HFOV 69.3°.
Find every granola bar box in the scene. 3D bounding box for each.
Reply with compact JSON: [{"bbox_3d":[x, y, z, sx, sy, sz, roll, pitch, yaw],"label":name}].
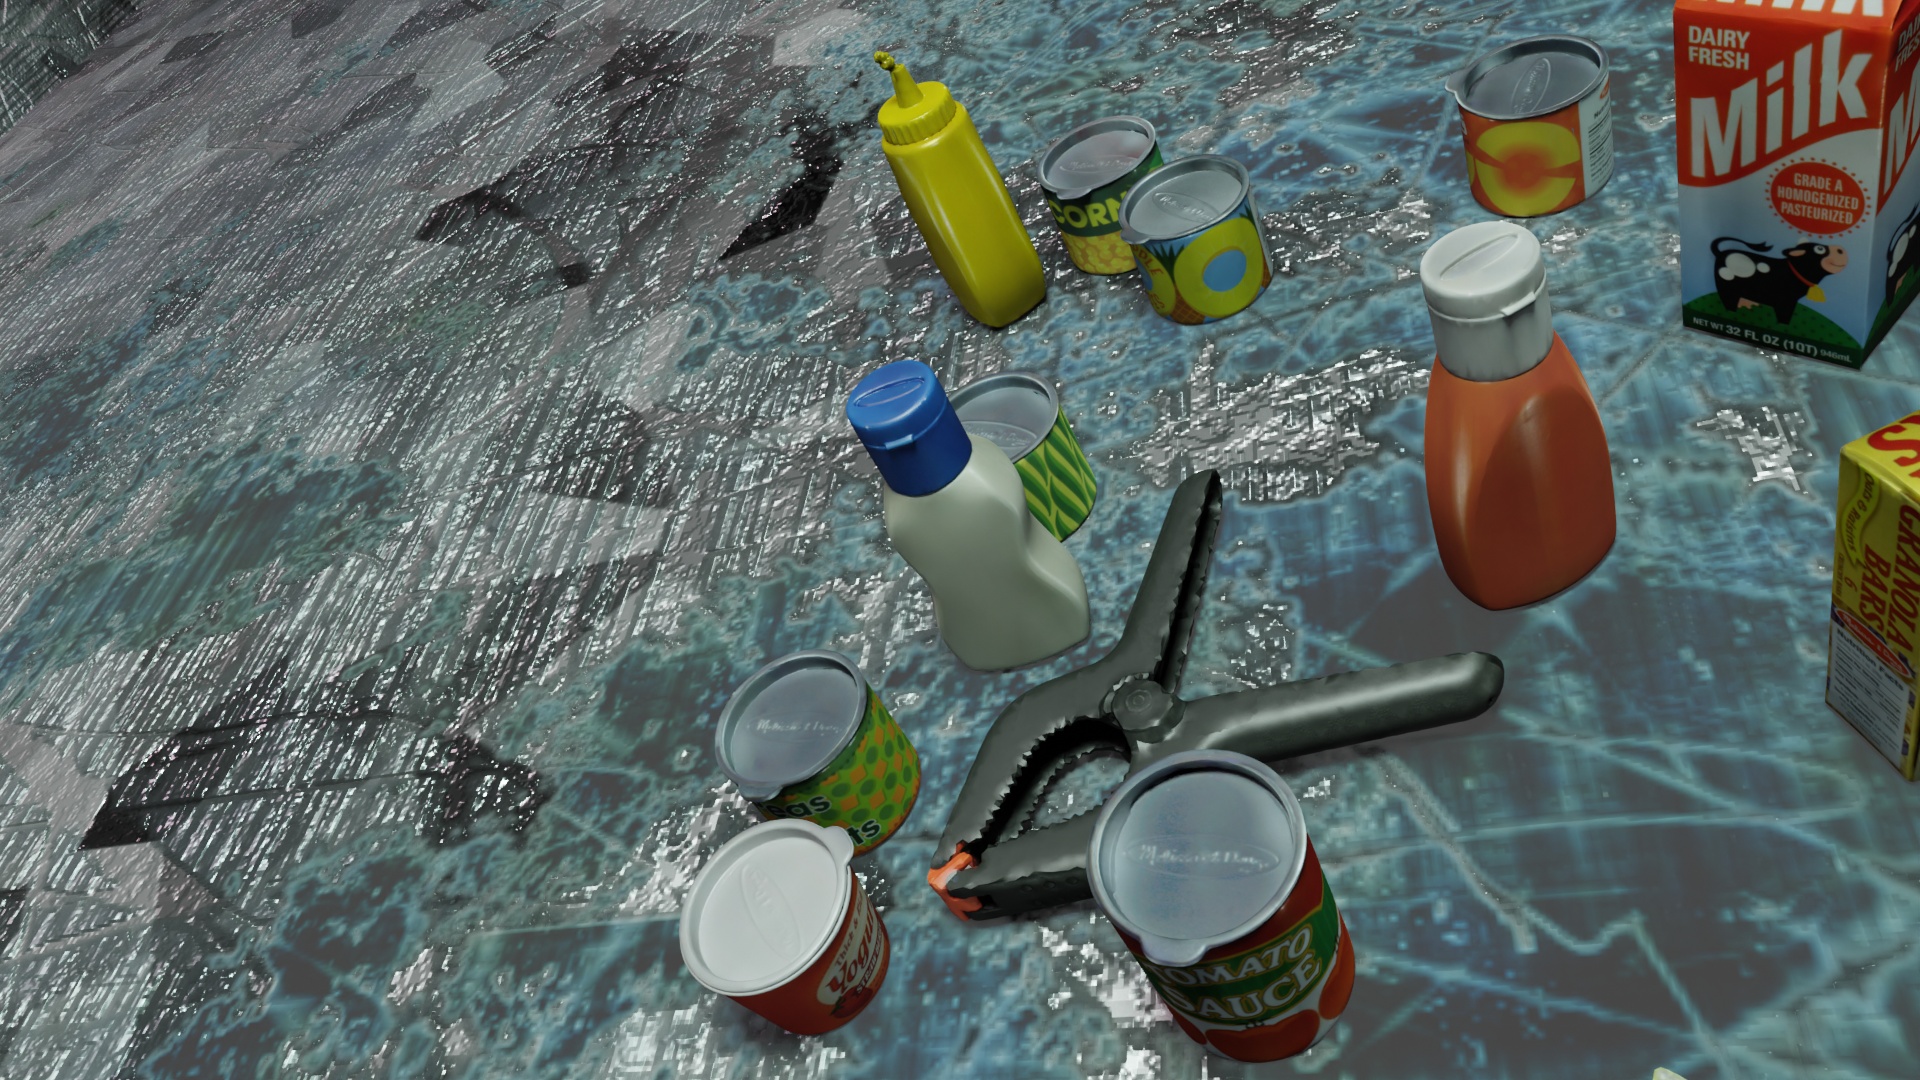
[{"bbox_3d":[0.335,-0.011,0.391,0.165,0.123,0.039,-26,42,4],"label":"granola bar box"}]

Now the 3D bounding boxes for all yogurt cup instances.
[{"bbox_3d":[-0.061,0.145,0.511,0.072,0.053,0.073,-16,43,15],"label":"yogurt cup"}]

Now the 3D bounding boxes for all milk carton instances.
[{"bbox_3d":[0.311,-0.161,0.502,0.073,0.189,0.072,-45,44,-16],"label":"milk carton"}]

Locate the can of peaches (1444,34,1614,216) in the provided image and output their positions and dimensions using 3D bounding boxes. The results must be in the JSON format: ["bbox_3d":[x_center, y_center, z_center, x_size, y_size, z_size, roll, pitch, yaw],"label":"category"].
[{"bbox_3d":[0.271,-0.196,0.659,0.071,0.057,0.071,-16,43,15],"label":"can of peaches"}]

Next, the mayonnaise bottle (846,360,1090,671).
[{"bbox_3d":[0.002,-0.007,0.554,0.064,0.147,0.041,-17,43,14],"label":"mayonnaise bottle"}]

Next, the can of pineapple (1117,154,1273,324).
[{"bbox_3d":[0.118,-0.150,0.699,0.071,0.057,0.071,-16,43,15],"label":"can of pineapple"}]

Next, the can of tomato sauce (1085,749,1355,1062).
[{"bbox_3d":[0.084,0.117,0.435,0.071,0.082,0.071,-16,43,15],"label":"can of tomato sauce"}]

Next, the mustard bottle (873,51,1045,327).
[{"bbox_3d":[-0.005,-0.187,0.726,0.049,0.159,0.065,-35,42,-5],"label":"mustard bottle"}]

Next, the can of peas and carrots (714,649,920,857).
[{"bbox_3d":[-0.057,0.089,0.560,0.071,0.058,0.071,-16,43,15],"label":"can of peas and carrots"}]

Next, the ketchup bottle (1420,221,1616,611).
[{"bbox_3d":[0.190,-0.041,0.482,0.065,0.148,0.044,-30,41,-1],"label":"ketchup bottle"}]

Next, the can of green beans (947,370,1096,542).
[{"bbox_3d":[0.023,-0.035,0.638,0.071,0.057,0.071,-16,43,15],"label":"can of green beans"}]

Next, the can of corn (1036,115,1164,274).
[{"bbox_3d":[0.081,-0.185,0.754,0.071,0.058,0.071,-16,43,15],"label":"can of corn"}]
